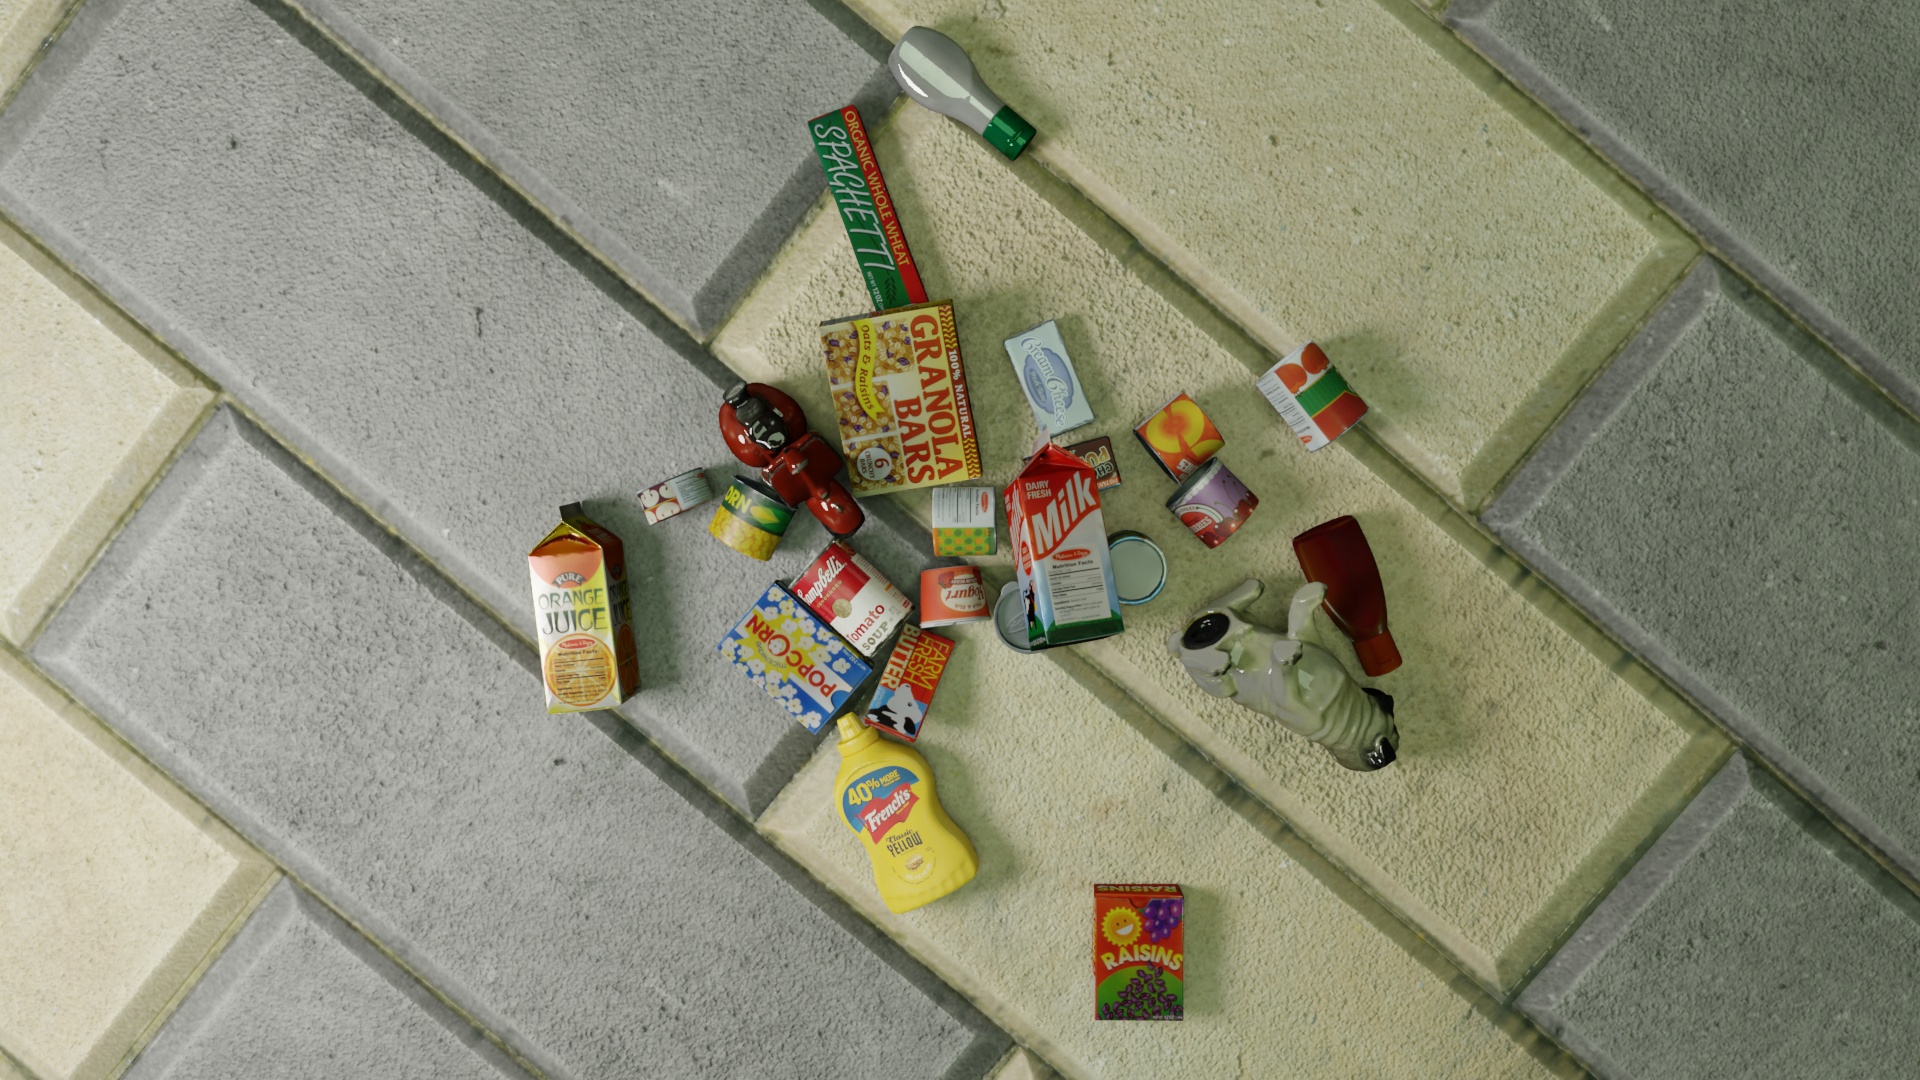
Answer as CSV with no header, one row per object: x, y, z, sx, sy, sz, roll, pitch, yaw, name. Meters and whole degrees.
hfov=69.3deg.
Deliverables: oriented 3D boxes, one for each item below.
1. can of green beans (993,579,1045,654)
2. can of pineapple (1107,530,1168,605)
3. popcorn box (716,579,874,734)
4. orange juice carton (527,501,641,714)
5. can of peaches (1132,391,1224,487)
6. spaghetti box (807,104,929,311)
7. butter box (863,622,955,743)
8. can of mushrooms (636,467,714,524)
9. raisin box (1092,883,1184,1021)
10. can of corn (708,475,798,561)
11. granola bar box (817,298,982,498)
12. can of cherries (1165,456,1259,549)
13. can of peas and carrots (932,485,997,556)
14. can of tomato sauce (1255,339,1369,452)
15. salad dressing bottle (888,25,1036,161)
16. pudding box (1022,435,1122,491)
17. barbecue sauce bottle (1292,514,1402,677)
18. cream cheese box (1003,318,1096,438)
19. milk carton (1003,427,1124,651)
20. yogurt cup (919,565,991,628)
0.064,0.070,1.304,0.071,0.058,0.071,0,94,2,can of green beans
0.157,0.026,1.298,0.071,0.058,0.071,0,94,2,can of pineapple
-0.156,0.110,1.323,0.127,0.038,0.085,42,93,-1,popcorn box
-0.356,0.060,1.309,0.073,0.072,0.192,-6,94,2,orange juice carton
0.204,-0.094,1.285,0.058,0.071,0.071,-40,92,3,can of peaches
-0.078,-0.283,1.300,0.050,0.029,0.250,-20,93,3,spaghetti box
-0.048,0.133,1.311,0.053,0.024,0.104,23,72,1,butter box
-0.269,-0.041,1.304,0.071,0.071,0.033,-23,95,3,can of mushrooms
0.169,0.394,1.331,0.086,0.040,0.123,0,93,3,raisin box
-0.196,-0.021,1.300,0.071,0.071,0.058,29,95,0,can of corn
-0.054,-0.131,1.283,0.124,0.039,0.165,-9,110,3,granola bar box
0.232,-0.033,1.287,0.058,0.071,0.071,44,94,-3,can of cherries
0.005,-0.016,1.298,0.059,0.071,0.071,-1,94,2,can of peas and carrots
0.325,-0.134,1.280,0.071,0.071,0.083,-39,91,4,can of tomato sauce
0.003,-0.411,1.283,0.147,0.044,0.064,39,92,-2,salad dressing bottle
0.105,-0.064,1.308,0.084,0.030,0.049,-15,94,3,pudding box
0.368,0.054,1.302,0.065,0.044,0.148,-24,93,3,barbecue sauce bottle
0.083,-0.151,1.306,0.053,0.024,0.103,-23,93,3,cream cheese box
0.087,-0.002,1.245,0.073,0.072,0.190,-8,82,-11,milk carton
-0.007,0.053,1.303,0.072,0.072,0.054,-6,86,2,yogurt cup
